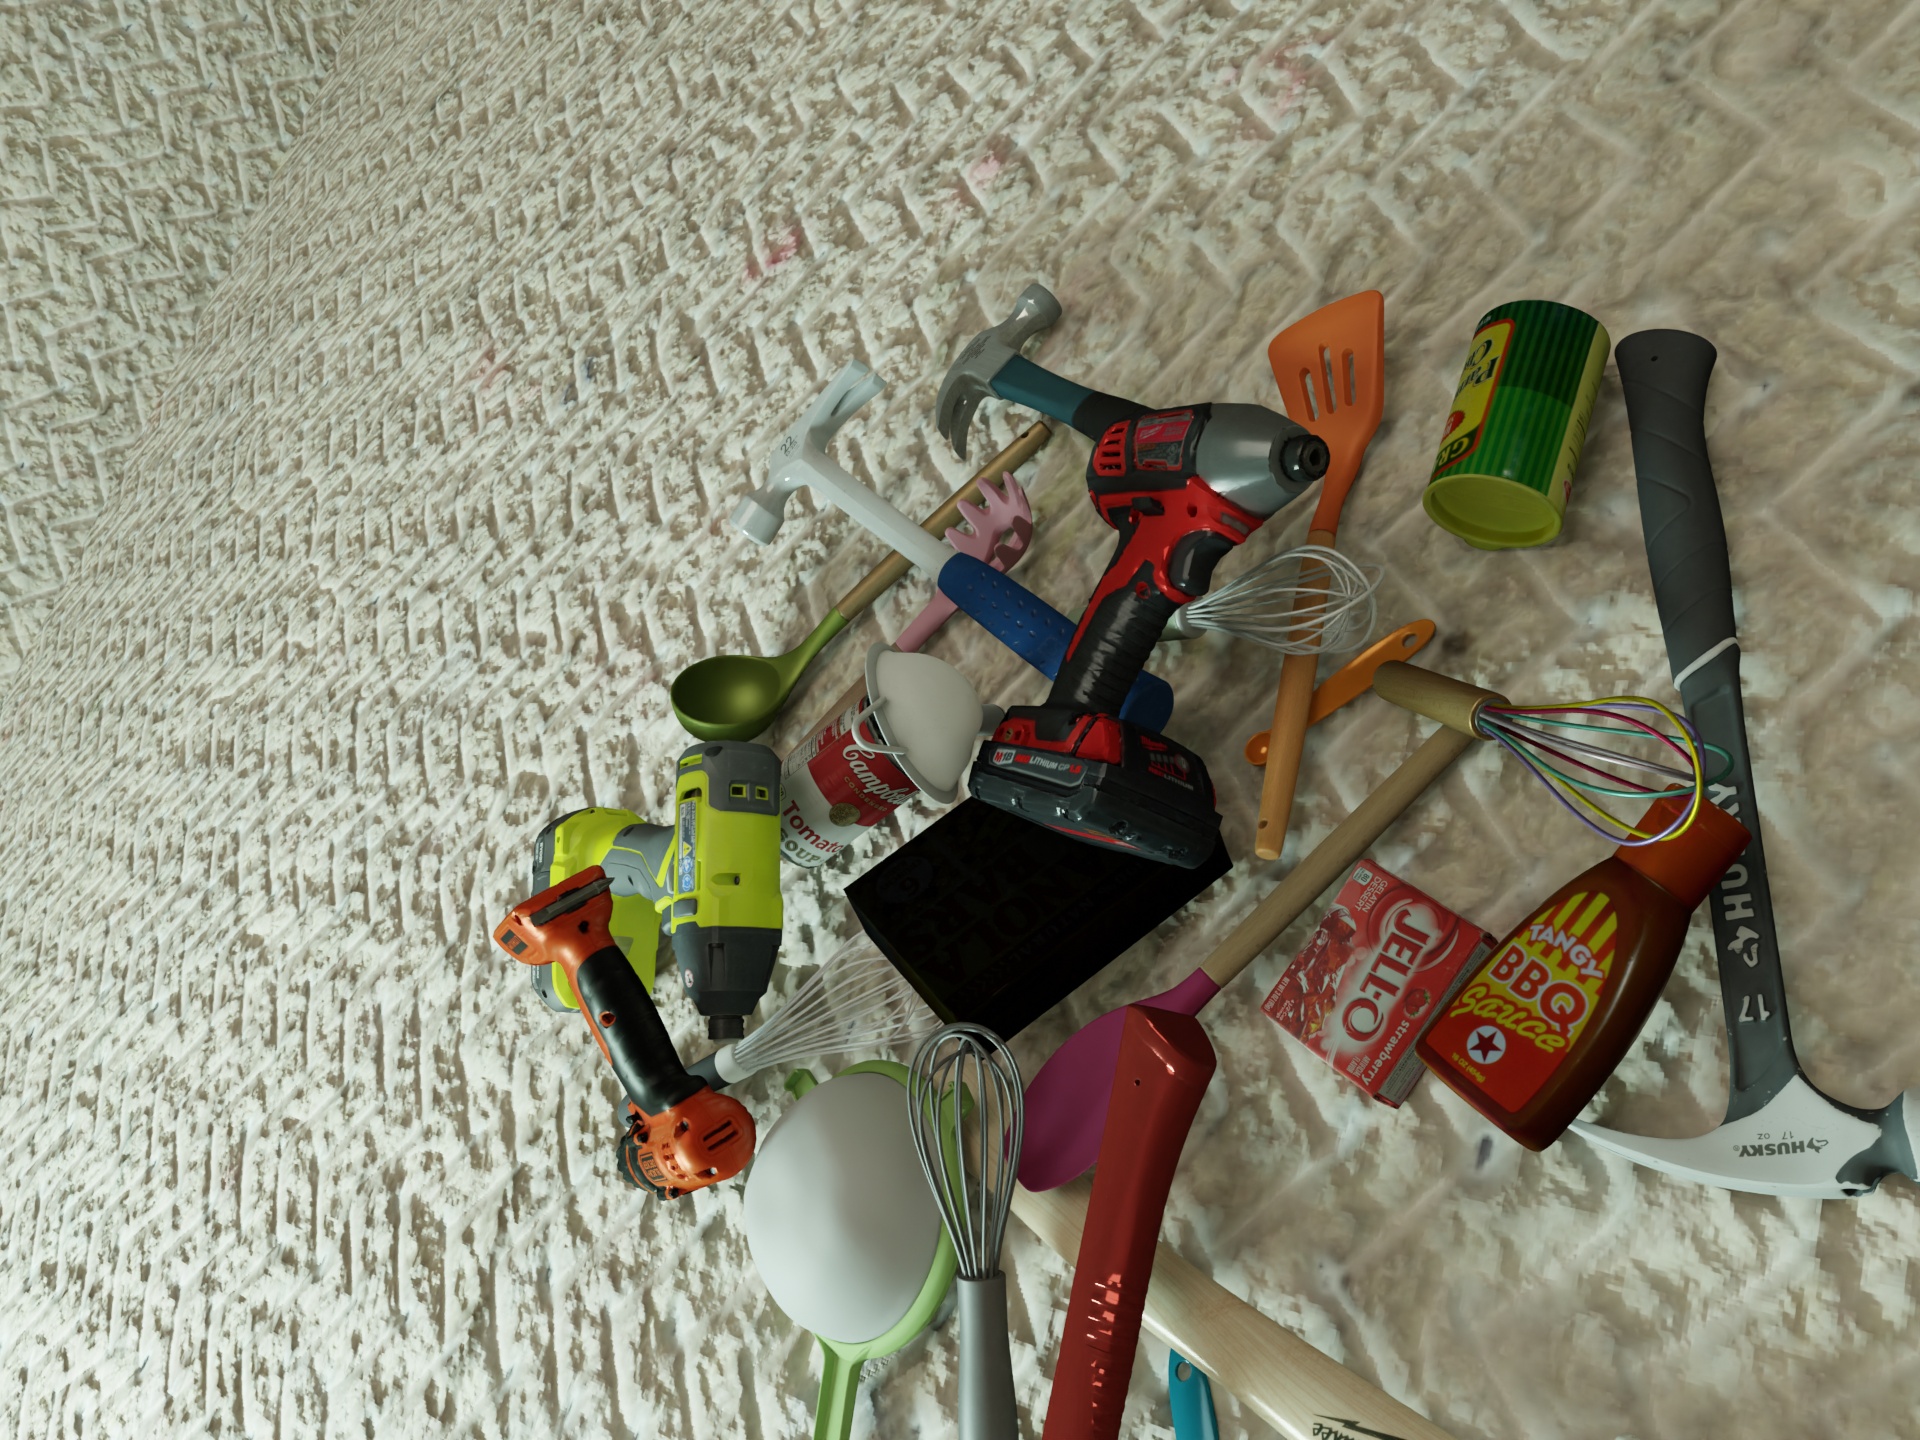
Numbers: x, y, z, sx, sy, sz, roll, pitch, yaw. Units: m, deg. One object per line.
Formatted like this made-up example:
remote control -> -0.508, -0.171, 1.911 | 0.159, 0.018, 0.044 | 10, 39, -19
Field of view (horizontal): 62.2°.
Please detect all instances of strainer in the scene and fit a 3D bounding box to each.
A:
strainer -> -0.076, 0.298, 0.803 | 0.151, 0.069, 0.256 | -9, 68, 48
strainer -> -0.001, -0.003, 0.839 | 0.050, 0.258, 0.087 | -24, 85, 10

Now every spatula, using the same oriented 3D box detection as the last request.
spatula -> 0.180, -0.080, 0.837 | 0.081, 0.041, 0.323 | -17, 51, 49

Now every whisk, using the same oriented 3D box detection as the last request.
whisk -> 0.007, 0.261, 0.741 | 0.055, 0.055, 0.239 | -7, 84, 40
whisk -> -0.110, 0.191, 0.936 | 0.284, 0.070, 0.070 | -31, 48, 32
whisk -> 0.129, -0.057, 0.843 | 0.059, 0.057, 0.246 | -39, 18, -25
whisk -> 0.240, -0.001, 0.678 | 0.051, 0.047, 0.245 | -33, 16, -4

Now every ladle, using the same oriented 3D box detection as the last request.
ladle -> -0.068, -0.096, 1.071 | 0.320, 0.062, 0.078 | -41, 43, 12

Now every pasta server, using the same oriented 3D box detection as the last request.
pasta server -> -0.060, -0.030, 1.036 | 0.316, 0.040, 0.060 | -47, 43, 12

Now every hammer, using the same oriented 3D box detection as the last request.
hammer -> 0.101, 0.270, 0.696 | 0.411, 0.038, 0.146 | 25, 76, 49
hammer -> 0.087, -0.186, 0.968 | 0.128, 0.033, 0.331 | -46, 37, -3
hammer -> -0.008, -0.101, 0.973 | 0.144, 0.035, 0.406 | -55, 45, 6
hammer -> 0.317, -0.004, 0.680 | 0.149, 0.036, 0.409 | -17, 54, 36
hammer -> 0.045, 0.300, 0.680 | 0.149, 0.036, 0.359 | 3, 79, 52

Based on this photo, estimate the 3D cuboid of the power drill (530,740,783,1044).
power drill -> -0.186, 0.116, 0.984 | 0.223, 0.080, 0.171 | -17, 69, 50

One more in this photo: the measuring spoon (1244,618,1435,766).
measuring spoon -> 0.195, -0.013, 0.815 | 0.117, 0.011, 0.021 | -38, 42, 13

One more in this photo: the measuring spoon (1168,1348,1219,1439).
measuring spoon -> 0.100, 0.329, 0.680 | 0.042, 0.021, 0.129 | -28, 49, 28

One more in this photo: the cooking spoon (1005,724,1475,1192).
cooking spoon -> 0.138, 0.105, 0.760 | 0.319, 0.017, 0.069 | -45, 33, 2

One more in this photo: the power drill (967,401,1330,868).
power drill -> 0.096, -0.049, 0.762 | 0.143, 0.078, 0.220 | 8, 77, 57
